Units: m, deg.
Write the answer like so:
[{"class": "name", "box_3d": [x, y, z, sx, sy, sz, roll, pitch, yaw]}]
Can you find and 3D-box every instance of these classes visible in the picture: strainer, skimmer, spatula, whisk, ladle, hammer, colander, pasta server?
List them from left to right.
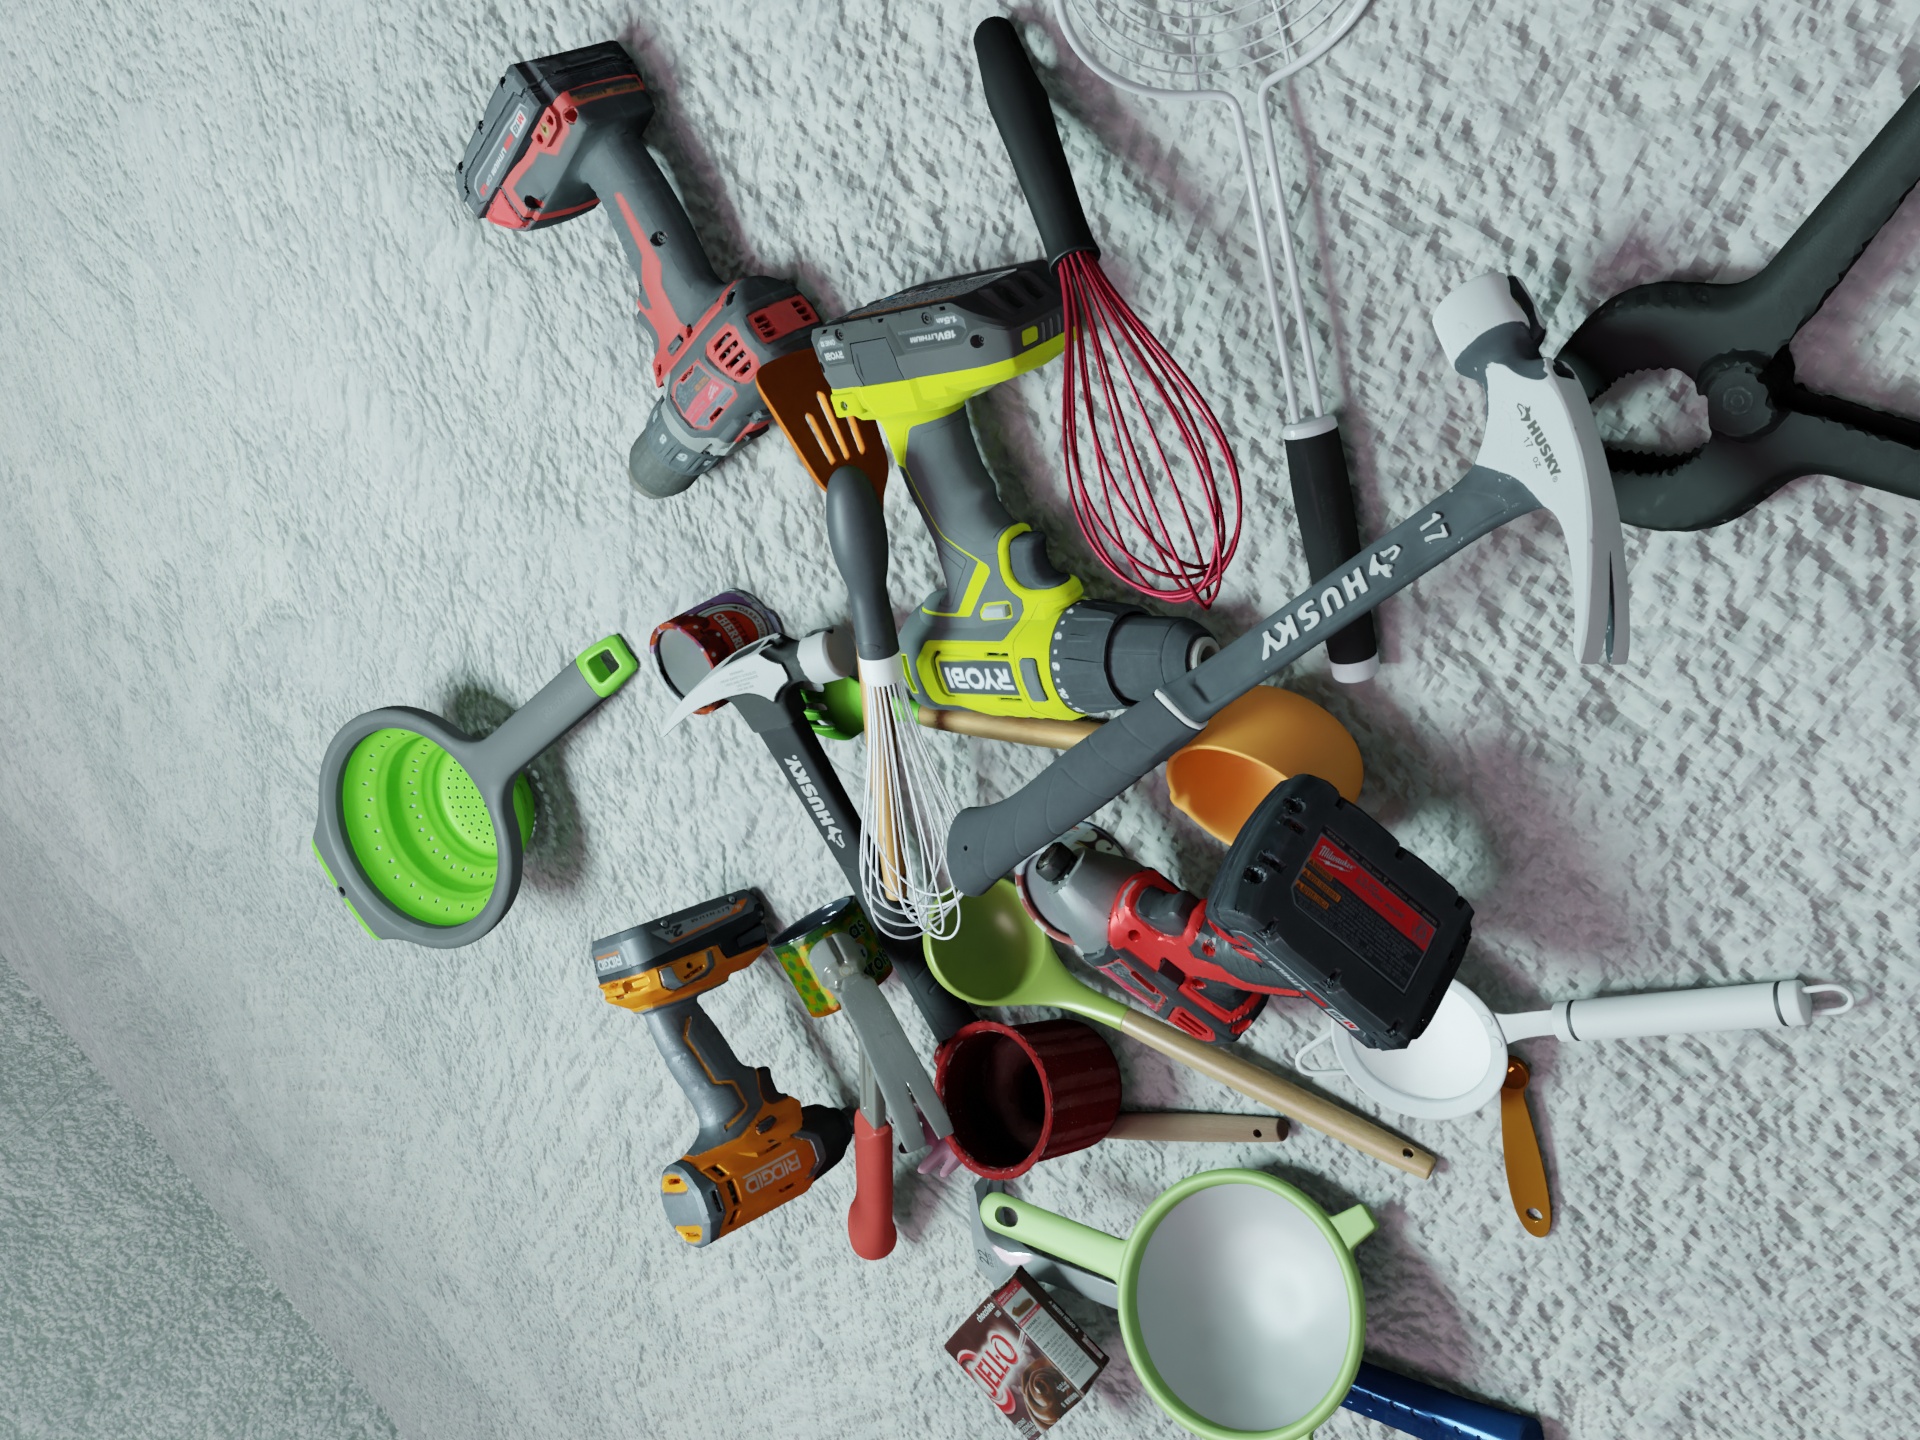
[{"class": "colander", "box_3d": [-0.365, 0.038, 1.274, 0.397, 0.094, 0.204, -35, 88, 31]}, {"class": "spatula", "box_3d": [-0.057, -0.045, 0.896, 0.041, 0.081, 0.322, 11, 117, 34]}, {"class": "hammer", "box_3d": [-0.062, 0.099, 1.006, 0.146, 0.035, 0.334, -14, 114, 33]}, {"class": "hammer", "box_3d": [-0.055, 0.295, 1.082, 0.149, 0.036, 0.358, 58, 159, 34]}, {"class": "whisk", "box_3d": [-0.036, -0.001, 0.853, 0.070, 0.070, 0.284, 15, 126, 38]}, {"class": "pasta server", "box_3d": [0.073, 0.261, 1.017, 0.316, 0.040, 0.060, -13, 94, 46]}, {"class": "whisk", "box_3d": [0.056, -0.181, 0.687, 0.073, 0.073, 0.296, -35, 67, 49]}, {"class": "ladle", "box_3d": [0.117, 0.177, 0.910, 0.320, 0.078, 0.062, 23, 153, 26]}, {"class": "strainer", "box_3d": [0.130, 0.332, 0.957, 0.256, 0.069, 0.151, 9, 82, 37]}, {"class": "hammer", "box_3d": [0.113, -0.010, 0.704, 0.409, 0.036, 0.149, -40, 59, 46]}, {"class": "hammer", "box_3d": [0.163, 0.386, 1.009, 0.406, 0.035, 0.144, 4, 118, 42]}, {"class": "skimmer", "box_3d": [0.132, -0.171, 0.648, 0.127, 0.090, 0.363, -11, 112, 14]}, {"class": "strainer", "box_3d": [0.278, 0.141, 0.743, 0.258, 0.050, 0.087, -16, 102, 42]}]

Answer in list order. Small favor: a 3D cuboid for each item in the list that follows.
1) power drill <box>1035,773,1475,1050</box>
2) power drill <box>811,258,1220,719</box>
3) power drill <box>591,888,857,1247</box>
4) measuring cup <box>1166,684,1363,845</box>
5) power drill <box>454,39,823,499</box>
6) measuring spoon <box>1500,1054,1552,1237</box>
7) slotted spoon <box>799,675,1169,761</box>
[{"class": "power drill", "box_3d": [0.129, 0.099, 0.779, 0.143, 0.078, 0.219, 39, 158, -10]}, {"class": "power drill", "box_3d": [0.028, -0.105, 0.802, 0.191, 0.080, 0.228, 3, 120, 44]}, {"class": "power drill", "box_3d": [-0.164, 0.245, 1.164, 0.084, 0.164, 0.226, -22, 86, 49]}, {"class": "measuring cup", "box_3d": [0.173, 0.051, 0.788, 0.095, 0.052, 0.173, 1, 140, 49]}, {"class": "power drill", "box_3d": [-0.191, -0.249, 0.924, 0.226, 0.080, 0.188, 54, 139, -2]}, {"class": "measuring spoon", "box_3d": [0.286, 0.215, 0.806, 0.021, 0.011, 0.116, 4, 121, 40]}, {"class": "slotted spoon", "box_3d": [-0.001, -0.003, 0.931, 0.314, 0.031, 0.070, 9, 127, 39]}]
